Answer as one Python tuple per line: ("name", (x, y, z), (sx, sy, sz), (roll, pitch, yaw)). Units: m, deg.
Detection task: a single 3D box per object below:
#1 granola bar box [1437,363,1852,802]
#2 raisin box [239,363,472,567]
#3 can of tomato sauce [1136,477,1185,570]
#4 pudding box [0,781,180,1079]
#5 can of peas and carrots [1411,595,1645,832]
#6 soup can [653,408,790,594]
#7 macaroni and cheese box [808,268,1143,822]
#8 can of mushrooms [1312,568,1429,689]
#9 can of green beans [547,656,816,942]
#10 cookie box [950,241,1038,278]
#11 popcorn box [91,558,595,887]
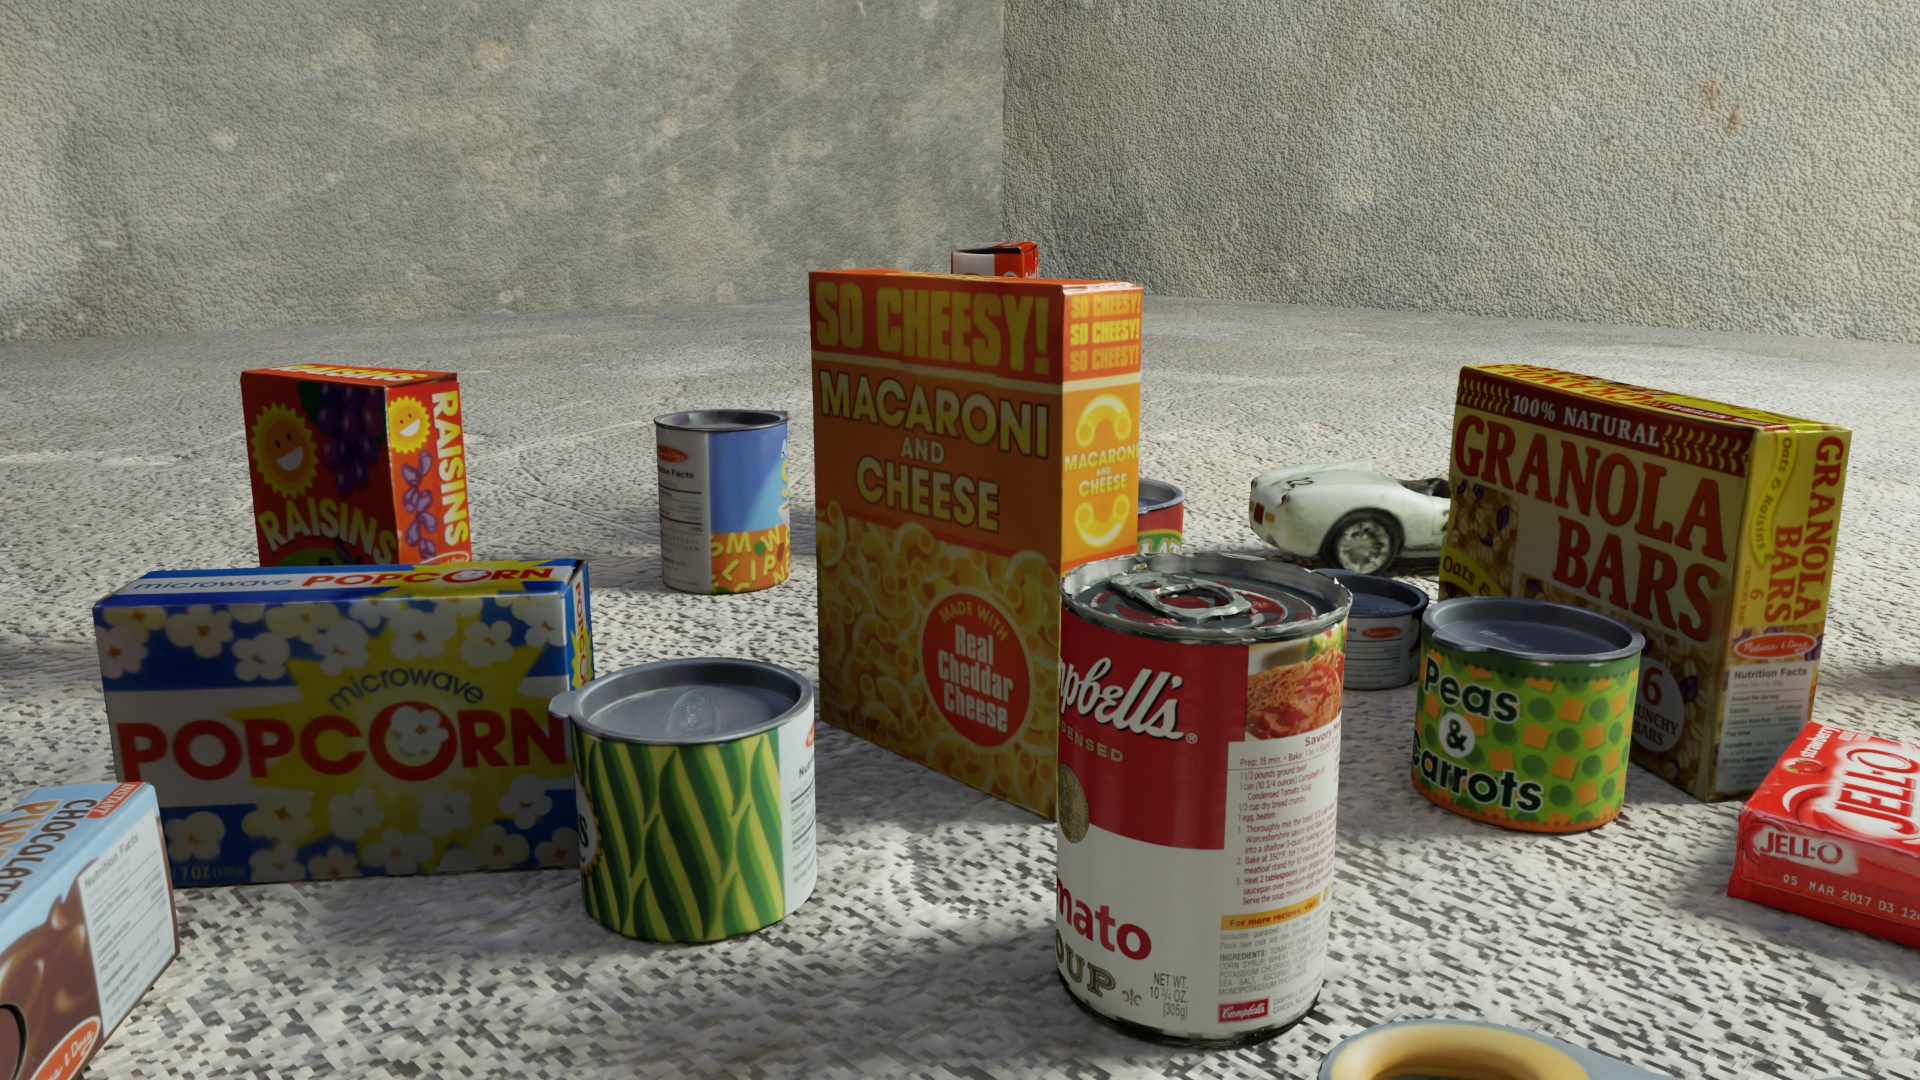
("granola bar box", (0.240, 0.005, 0.515), (0.039, 0.124, 0.166), (-3, 14, -12))
("raisin box", (-0.241, -0.007, 0.562), (0.086, 0.123, 0.040), (7, 15, 27))
("can of tomato sauce", (0.052, 0.021, 0.533), (0.071, 0.083, 0.071), (0, 13, 0))
("pudding box", (-0.209, 0.092, 0.311), (0.030, 0.049, 0.084), (-1, 14, -7))
("can of peas and carrots", (0.180, 0.055, 0.449), (0.071, 0.058, 0.071), (0, 14, 0))
("soup can", (-0.117, -0.022, 0.704), (0.071, 0.083, 0.071), (0, 13, 0))
("macaroni and cheese box", (0.002, -0.006, 0.469), (0.040, 0.166, 0.124), (-12, 18, -42))
("can of mushrooms", (0.160, 0.036, 0.580), (0.071, 0.033, 0.071), (0, 14, 0))
("can of green beans", (-0.073, 0.070, 0.386), (0.071, 0.057, 0.071), (0, 14, 0))
("cookie box", (0.021, -0.079, 0.767), (0.040, 0.167, 0.123), (1, 13, 6))
("popcorn box", (-0.173, 0.051, 0.403), (0.127, 0.085, 0.038), (-1, 13, -7))
